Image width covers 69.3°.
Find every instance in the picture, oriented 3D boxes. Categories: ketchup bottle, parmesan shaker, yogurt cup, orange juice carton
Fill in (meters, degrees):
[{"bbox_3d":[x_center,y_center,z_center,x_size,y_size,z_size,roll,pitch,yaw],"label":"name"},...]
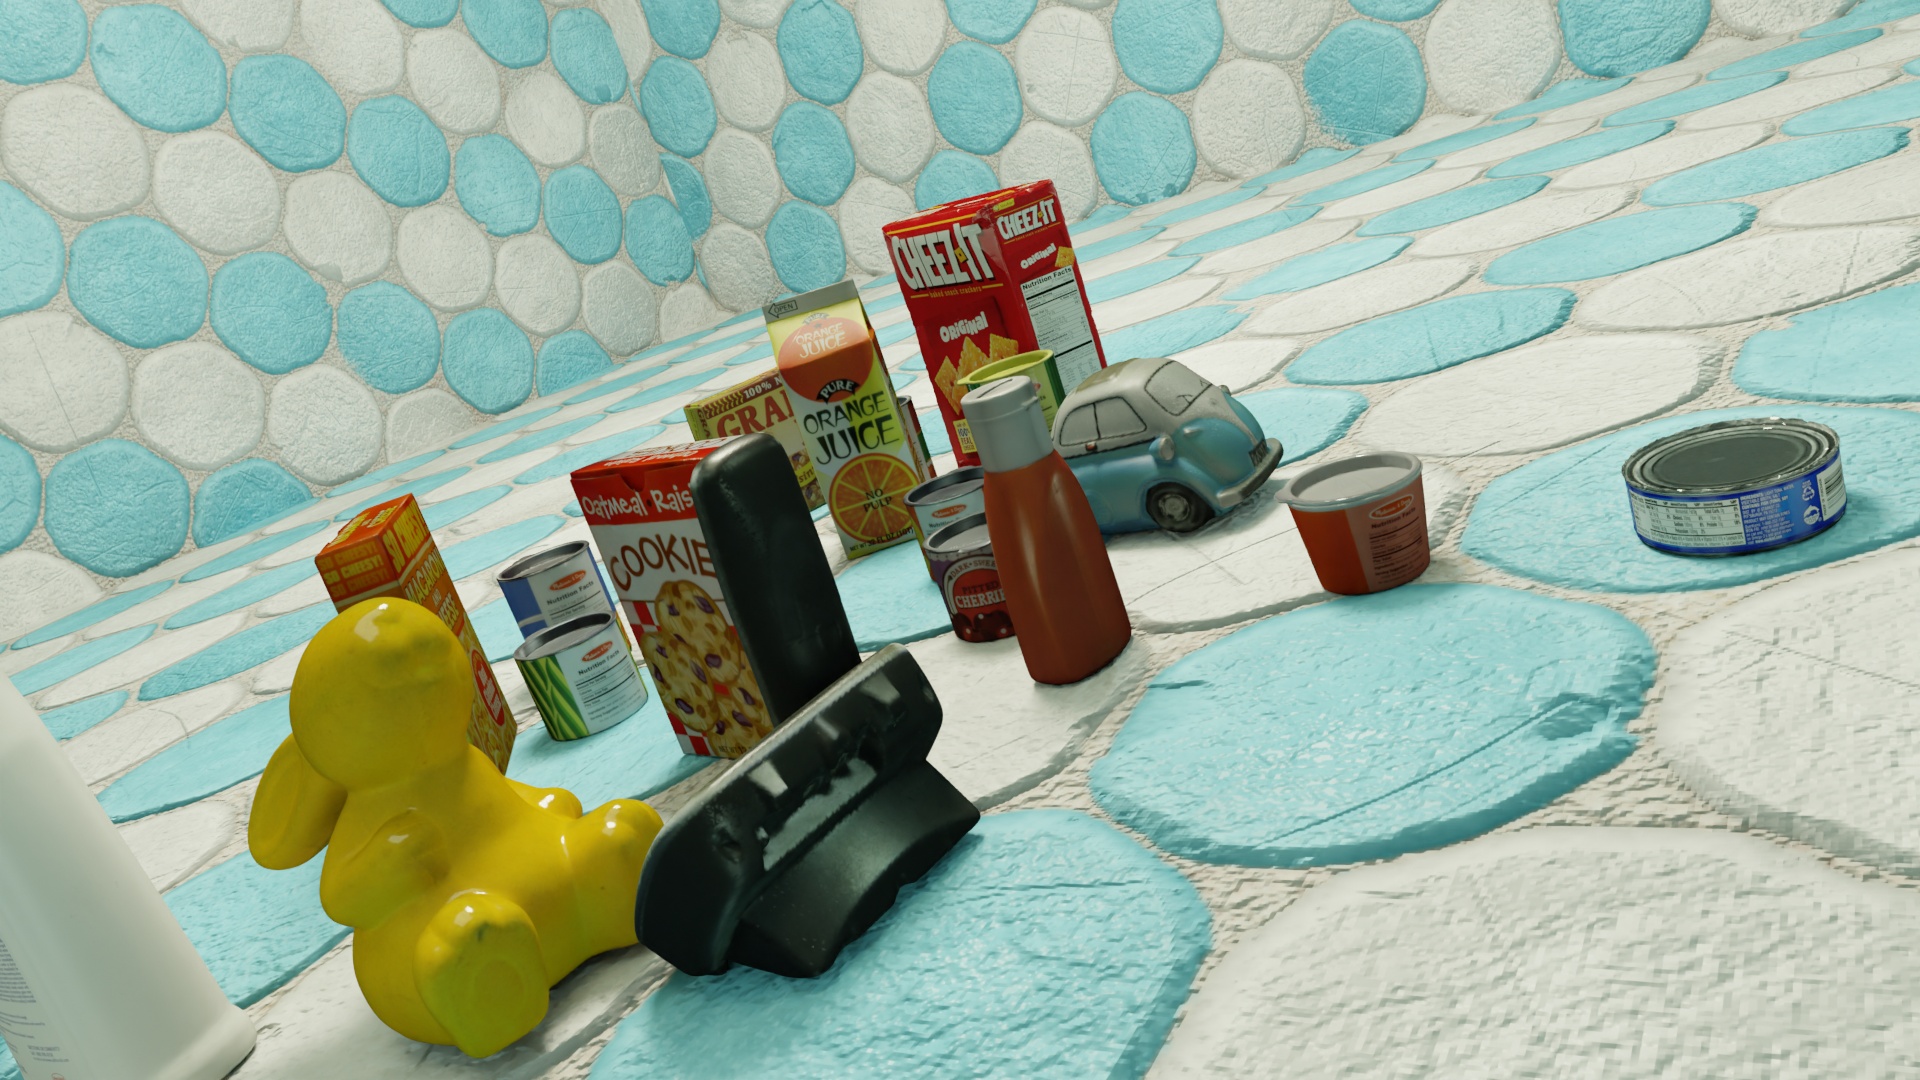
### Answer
[{"bbox_3d":[0.041,-0.006,0.689,0.043,0.148,0.065,-4,21,42],"label":"ketchup bottle"},{"bbox_3d":[0.047,-0.076,0.993,0.071,0.102,0.071,-17,16,5],"label":"parmesan shaker"},{"bbox_3d":[0.200,-0.008,0.689,0.072,0.053,0.072,-17,16,5],"label":"yogurt cup"},{"bbox_3d":[-0.081,-0.092,1.026,0.072,0.192,0.073,-18,16,2],"label":"orange juice carton"}]

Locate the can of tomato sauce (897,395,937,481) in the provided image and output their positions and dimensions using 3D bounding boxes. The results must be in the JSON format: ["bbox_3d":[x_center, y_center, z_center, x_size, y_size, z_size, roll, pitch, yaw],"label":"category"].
[{"bbox_3d":[-0.058,-0.067,1.115,0.071,0.083,0.071,-17,16,5],"label":"can of tomato sauce"}]

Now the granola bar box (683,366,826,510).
[{"bbox_3d":[-0.146,-0.090,1.213,0.166,0.124,0.039,-30,19,-35],"label":"granola bar box"}]

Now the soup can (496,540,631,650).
[{"bbox_3d":[-0.277,0.050,0.970,0.071,0.083,0.071,-17,16,5],"label":"soup can"}]

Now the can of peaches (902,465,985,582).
[{"bbox_3d":[0.003,-0.011,0.910,0.071,0.058,0.071,-17,16,5],"label":"can of peaches"}]

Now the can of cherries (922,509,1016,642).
[{"bbox_3d":[0.018,0.019,0.792,0.071,0.058,0.072,-17,16,5],"label":"can of cherries"}]

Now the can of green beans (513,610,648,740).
[{"bbox_3d":[-0.235,0.083,0.862,0.071,0.057,0.071,-17,16,5],"label":"can of green beans"}]

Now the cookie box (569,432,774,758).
[{"bbox_3d":[-0.123,0.032,0.709,0.123,0.167,0.040,-3,22,43],"label":"cookie box"}]

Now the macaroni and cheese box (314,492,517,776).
[{"bbox_3d":[-0.316,0.065,0.816,0.040,0.166,0.124,-21,16,-8],"label":"macaroni and cheese box"}]
